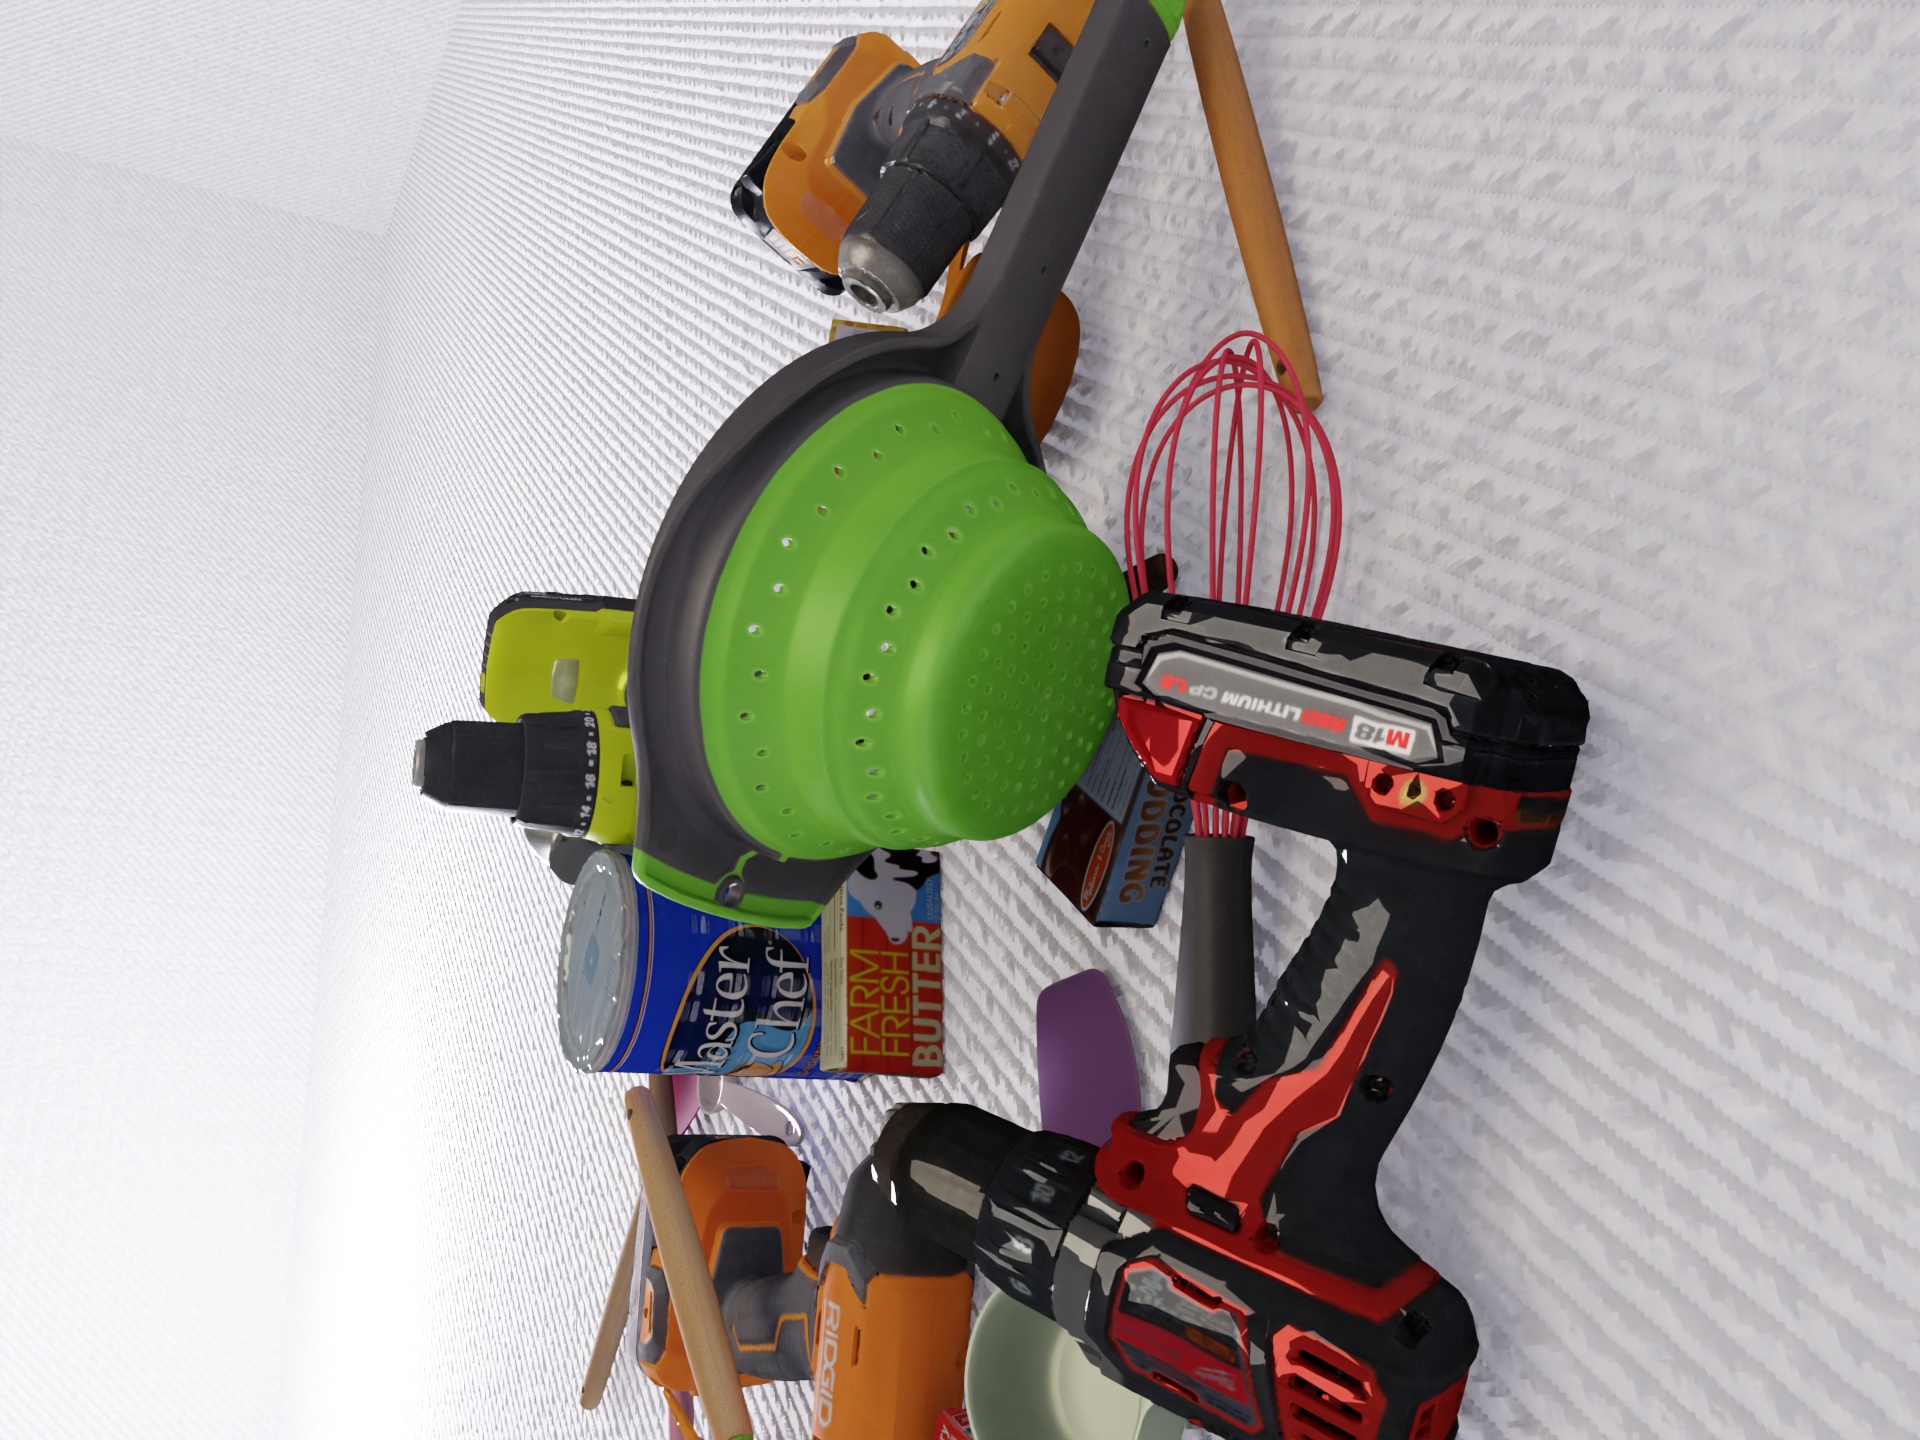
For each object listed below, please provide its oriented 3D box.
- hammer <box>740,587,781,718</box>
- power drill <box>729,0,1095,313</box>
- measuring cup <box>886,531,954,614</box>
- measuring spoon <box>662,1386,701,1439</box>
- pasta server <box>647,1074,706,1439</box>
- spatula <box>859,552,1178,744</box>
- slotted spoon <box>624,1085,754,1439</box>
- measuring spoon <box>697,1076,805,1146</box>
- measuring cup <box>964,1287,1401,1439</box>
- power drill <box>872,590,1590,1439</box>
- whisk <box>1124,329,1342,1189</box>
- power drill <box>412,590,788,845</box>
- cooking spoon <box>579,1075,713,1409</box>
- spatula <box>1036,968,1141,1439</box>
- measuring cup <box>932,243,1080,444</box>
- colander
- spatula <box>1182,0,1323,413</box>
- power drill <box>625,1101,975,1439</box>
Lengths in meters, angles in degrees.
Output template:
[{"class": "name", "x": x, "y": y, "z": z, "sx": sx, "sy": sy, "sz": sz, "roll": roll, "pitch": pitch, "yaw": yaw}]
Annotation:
[{"class": "hammer", "x": -0.134, "y": 0.037, "z": 0.944, "sx": 0.359, "sy": 0.036, "sz": 0.149, "roll": -68, "pitch": 31, "yaw": 23}, {"class": "power drill", "x": -0.028, "y": -0.257, "z": 0.735, "sx": 0.185, "sy": 0.084, "sz": 0.226, "roll": -58, "pitch": 27, "yaw": -11}, {"class": "measuring cup", "x": -0.012, "y": -0.031, "z": 0.704, "sx": 0.157, "sy": 0.029, "sz": 0.062, "roll": -91, "pitch": 26, "yaw": -53}, {"class": "measuring spoon", "x": -0.122, "y": 0.379, "z": 0.782, "sx": 0.021, "sy": 0.011, "sz": 0.117, "roll": -14, "pitch": 103, "yaw": 62}, {"class": "pasta server", "x": -0.153, "y": 0.327, "z": 0.889, "sx": 0.060, "sy": 0.040, "sz": 0.317, "roll": -52, "pitch": 39, "yaw": 43}, {"class": "spatula", "x": -0.001, "y": -0.002, "z": 0.725, "sx": 0.317, "sy": 0.044, "sz": 0.082, "roll": -32, "pitch": 54, "yaw": 49}, {"class": "slotted spoon", "x": -0.103, "y": 0.282, "z": 0.670, "sx": 0.070, "sy": 0.031, "sz": 0.314, "roll": -55, "pitch": 41, "yaw": 25}, {"class": "measuring spoon", "x": -0.112, "y": 0.213, "z": 0.880, "sx": 0.124, "sy": 0.018, "sz": 0.034, "roll": 8, "pitch": 89, "yaw": 55}, {"class": "measuring cup", "x": 0.075, "y": 0.206, "z": 0.508, "sx": 0.167, "sy": 0.038, "sz": 0.083, "roll": -26, "pitch": 58, "yaw": 33}, {"class": "power drill", "x": 0.068, "y": 0.080, "z": 0.454, "sx": 0.188, "sy": 0.080, "sz": 0.226, "roll": 16, "pitch": 98, "yaw": 35}, {"class": "whisk", "x": 0.086, "y": 0.019, "z": 0.524, "sx": 0.073, "sy": 0.073, "sz": 0.296, "roll": 1, "pitch": 89, "yaw": 62}, {"class": "power drill", "x": -0.182, "y": 0.000, "z": 0.813, "sx": 0.229, "sy": 0.190, "sz": 0.080, "roll": -137, "pitch": 55, "yaw": -62}, {"class": "cooking spoon", "x": -0.196, "y": 0.305, "z": 0.998, "sx": 0.069, "sy": 0.017, "sz": 0.318, "roll": 41, "pitch": 117, "yaw": 51}, {"class": "spatula", "x": 0.054, "y": 0.243, "z": 0.554, "sx": 0.060, "sy": 0.018, "sz": 0.316, "roll": -32, "pitch": 54, "yaw": 48}, {"class": "measuring cup", "x": 0.018, "y": -0.183, "z": 0.719, "sx": 0.095, "sy": 0.052, "sz": 0.174, "roll": 125, "pitch": 159, "yaw": -43}, {"class": "colander", "x": 0.026, "y": -0.098, "z": 0.553, "sx": 0.095, "sy": 0.204, "sz": 0.397, "roll": 22, "pitch": 87, "yaw": 34}, {"class": "spatula", "x": 0.103, "y": -0.255, "z": 0.606, "sx": 0.081, "sy": 0.041, "sz": 0.323, "roll": -38, "pitch": 53, "yaw": 51}, {"class": "power drill", "x": -0.071, "y": 0.247, "z": 0.723, "sx": 0.226, "sy": 0.084, "sz": 0.164, "roll": -7, "pitch": 75, "yaw": 56}]
